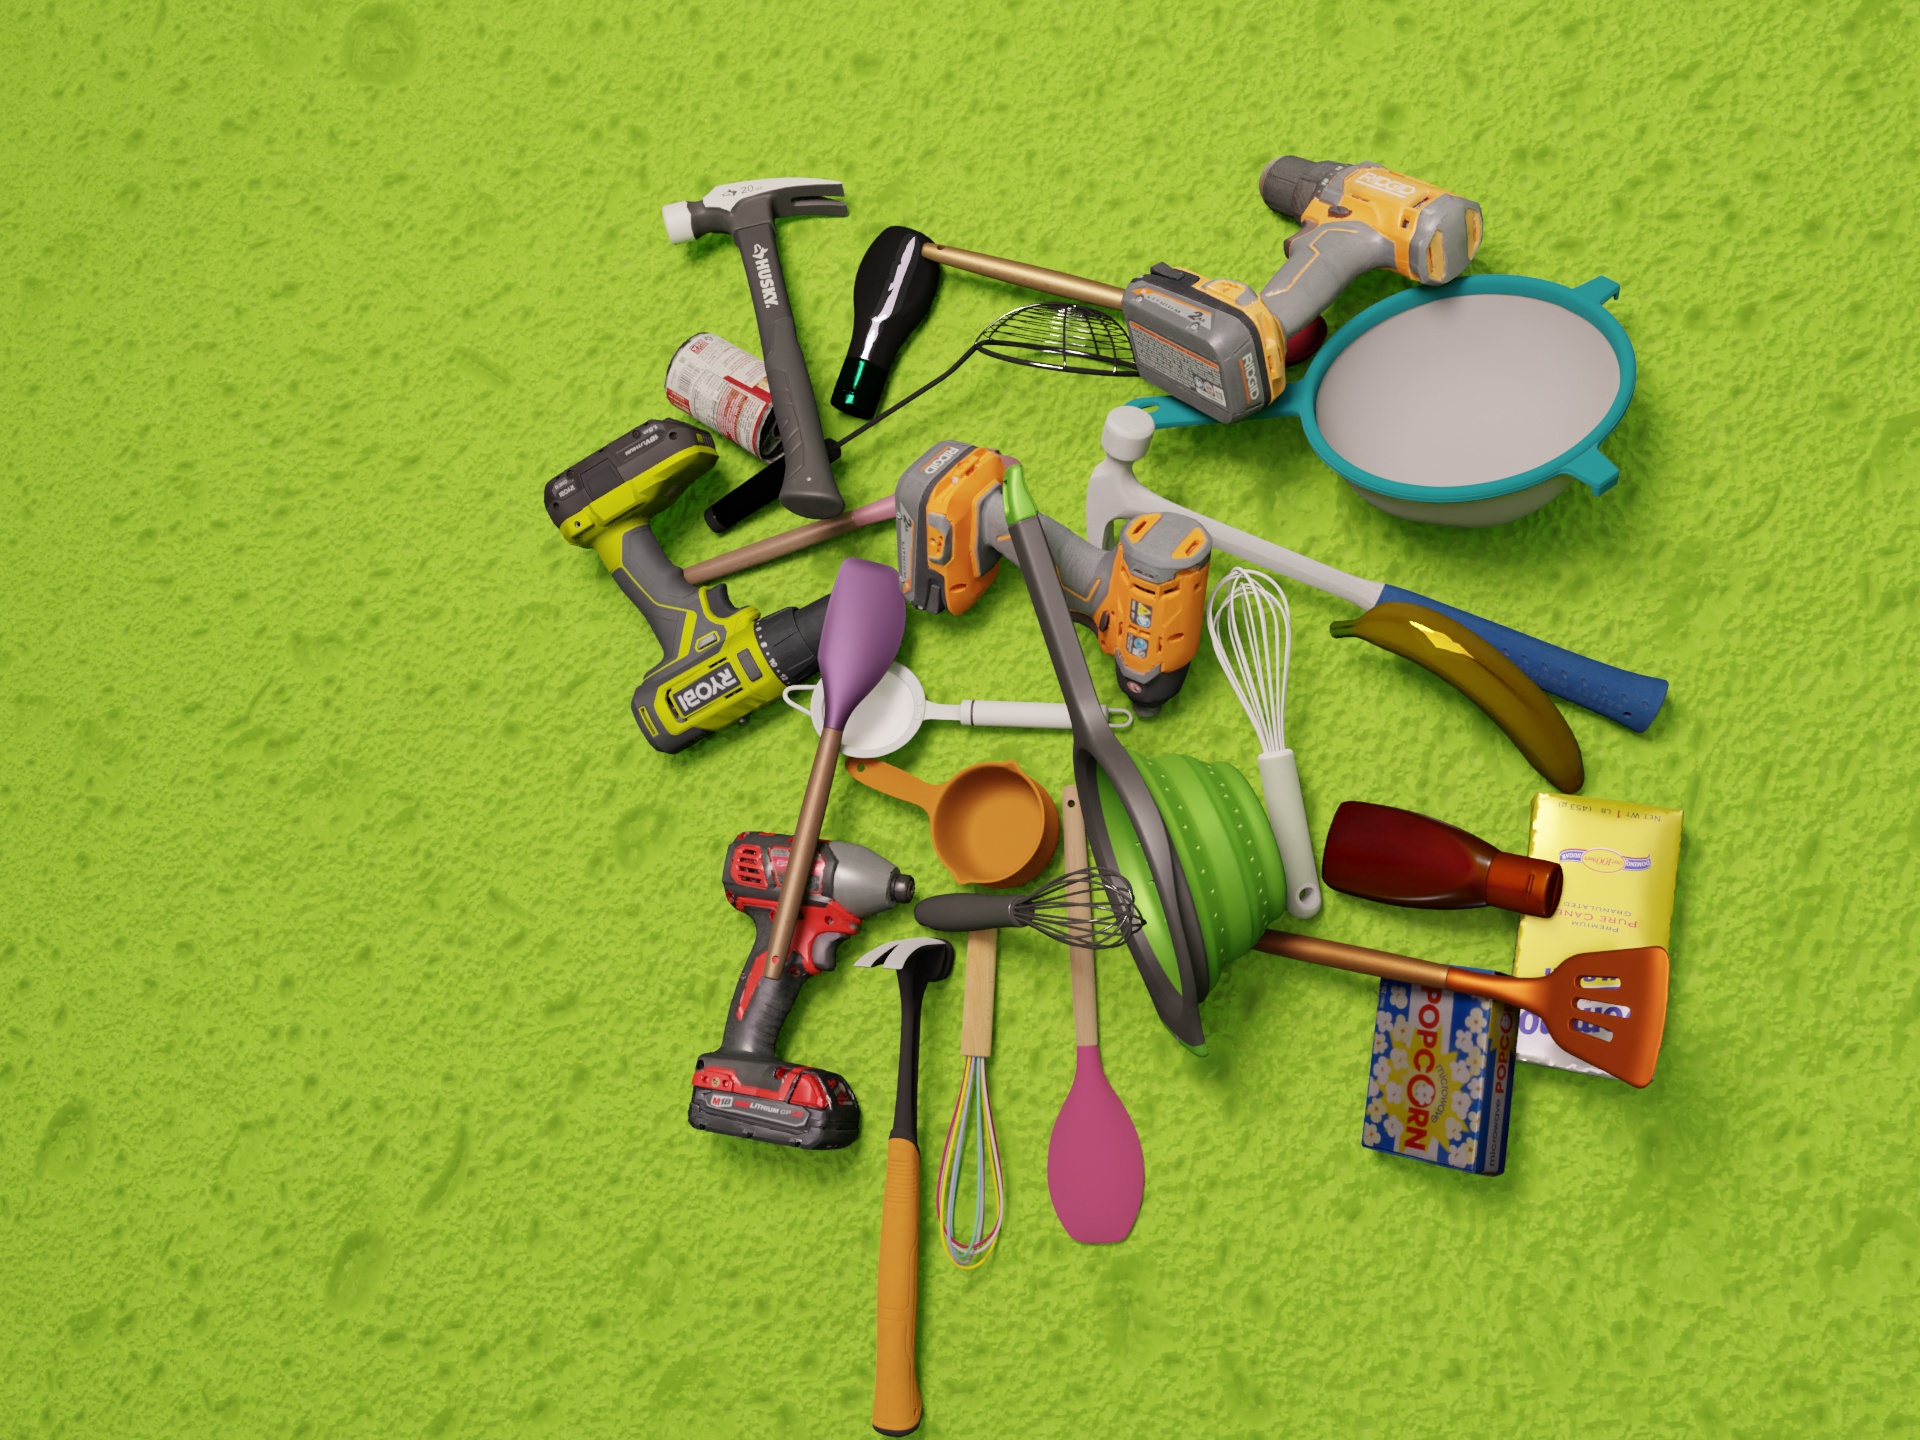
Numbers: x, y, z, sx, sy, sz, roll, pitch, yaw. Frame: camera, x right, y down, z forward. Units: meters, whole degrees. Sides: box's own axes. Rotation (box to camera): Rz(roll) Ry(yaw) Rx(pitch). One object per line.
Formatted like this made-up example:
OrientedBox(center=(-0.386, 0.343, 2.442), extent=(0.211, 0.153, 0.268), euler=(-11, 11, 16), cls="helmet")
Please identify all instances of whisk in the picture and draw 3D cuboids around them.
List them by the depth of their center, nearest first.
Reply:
OrientedBox(center=(0.038, 0.130, 1.079), extent=(0.239, 0.055, 0.055), euler=(-11, 73, 53), cls="whisk")
OrientedBox(center=(0.213, 0.016, 1.089), extent=(0.058, 0.059, 0.246), euler=(-12, 93, -10), cls="whisk")
OrientedBox(center=(0.012, 0.261, 1.129), extent=(0.047, 0.051, 0.245), euler=(6, 76, -9), cls="whisk")

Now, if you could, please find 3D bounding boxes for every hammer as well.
OrientedBox(center=(0.274, -0.084, 1.090), extent=(0.405, 0.144, 0.035), euler=(24, 50, 11), cls="hammer")
OrientedBox(center=(-0.041, 0.321, 1.098), extent=(0.034, 0.127, 0.337), euler=(1, 86, 17), cls="hammer")
OrientedBox(center=(-0.133, -0.291, 1.217), extent=(0.146, 0.035, 0.335), euler=(-14, 61, -2), cls="hammer")

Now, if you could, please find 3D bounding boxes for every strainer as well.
OrientedBox(center=(0.283, -0.198, 1.101), extent=(0.340, 0.095, 0.211), euler=(-1, 53, 23), cls="strainer")
OrientedBox(center=(-0.002, -0.004, 1.179), extent=(0.258, 0.050, 0.087), euler=(2, 62, 11), cls="strainer")

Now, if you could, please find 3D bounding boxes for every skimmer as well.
OrientedBox(center=(-0.035, -0.211, 1.211), extent=(0.363, 0.127, 0.090), euler=(-28, 98, 21), cls="skimmer")

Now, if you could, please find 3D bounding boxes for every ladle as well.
OrientedBox(center=(0.117, -0.316, 1.192), extent=(0.315, 0.031, 0.069), euler=(18, 58, 13), cls="ladle")

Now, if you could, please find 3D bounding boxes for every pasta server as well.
OrientedBox(center=(-0.103, -0.147, 1.243), extent=(0.316, 0.040, 0.060), euler=(-17, 76, 17), cls="pasta server")

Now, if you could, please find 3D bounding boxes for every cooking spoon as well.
OrientedBox(center=(0.088, 0.204, 1.125), extent=(0.069, 0.017, 0.319), euler=(-5, 79, 14), cls="cooking spoon")

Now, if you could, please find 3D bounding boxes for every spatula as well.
OrientedBox(center=(0.283, 0.157, 1.004), extent=(0.323, 0.041, 0.081), euler=(6, 83, 41), cls="spatula")
OrientedBox(center=(-0.096, 0.032, 1.152), extent=(0.060, 0.018, 0.316), euler=(14, 77, -3), cls="spatula")

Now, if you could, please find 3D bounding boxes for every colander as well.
OrientedBox(center=(0.126, 0.014, 1.040), extent=(0.094, 0.204, 0.397), euler=(-19, 94, -6), cls="colander")

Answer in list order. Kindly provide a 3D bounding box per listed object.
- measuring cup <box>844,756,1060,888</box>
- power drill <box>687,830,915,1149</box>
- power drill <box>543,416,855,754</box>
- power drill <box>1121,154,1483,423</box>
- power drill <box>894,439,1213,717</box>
OrientedBox(center=(-0.006, 0.064, 1.165), extent=(0.174, 0.052, 0.095), euler=(22, 85, 29), cls="measuring cup")
OrientedBox(center=(-0.114, 0.194, 1.157), extent=(0.143, 0.078, 0.220), euler=(5, 78, 17), cls="power drill")
OrientedBox(center=(-0.197, -0.111, 1.217), extent=(0.190, 0.080, 0.228), euler=(-29, 90, 10), cls="power drill")
OrientedBox(center=(0.220, -0.318, 1.112), extent=(0.226, 0.084, 0.186), euler=(-36, 45, -13), cls="power drill")
OrientedBox(center=(0.067, -0.095, 1.131), extent=(0.227, 0.164, 0.084), euler=(24, 50, 24), cls="power drill")
